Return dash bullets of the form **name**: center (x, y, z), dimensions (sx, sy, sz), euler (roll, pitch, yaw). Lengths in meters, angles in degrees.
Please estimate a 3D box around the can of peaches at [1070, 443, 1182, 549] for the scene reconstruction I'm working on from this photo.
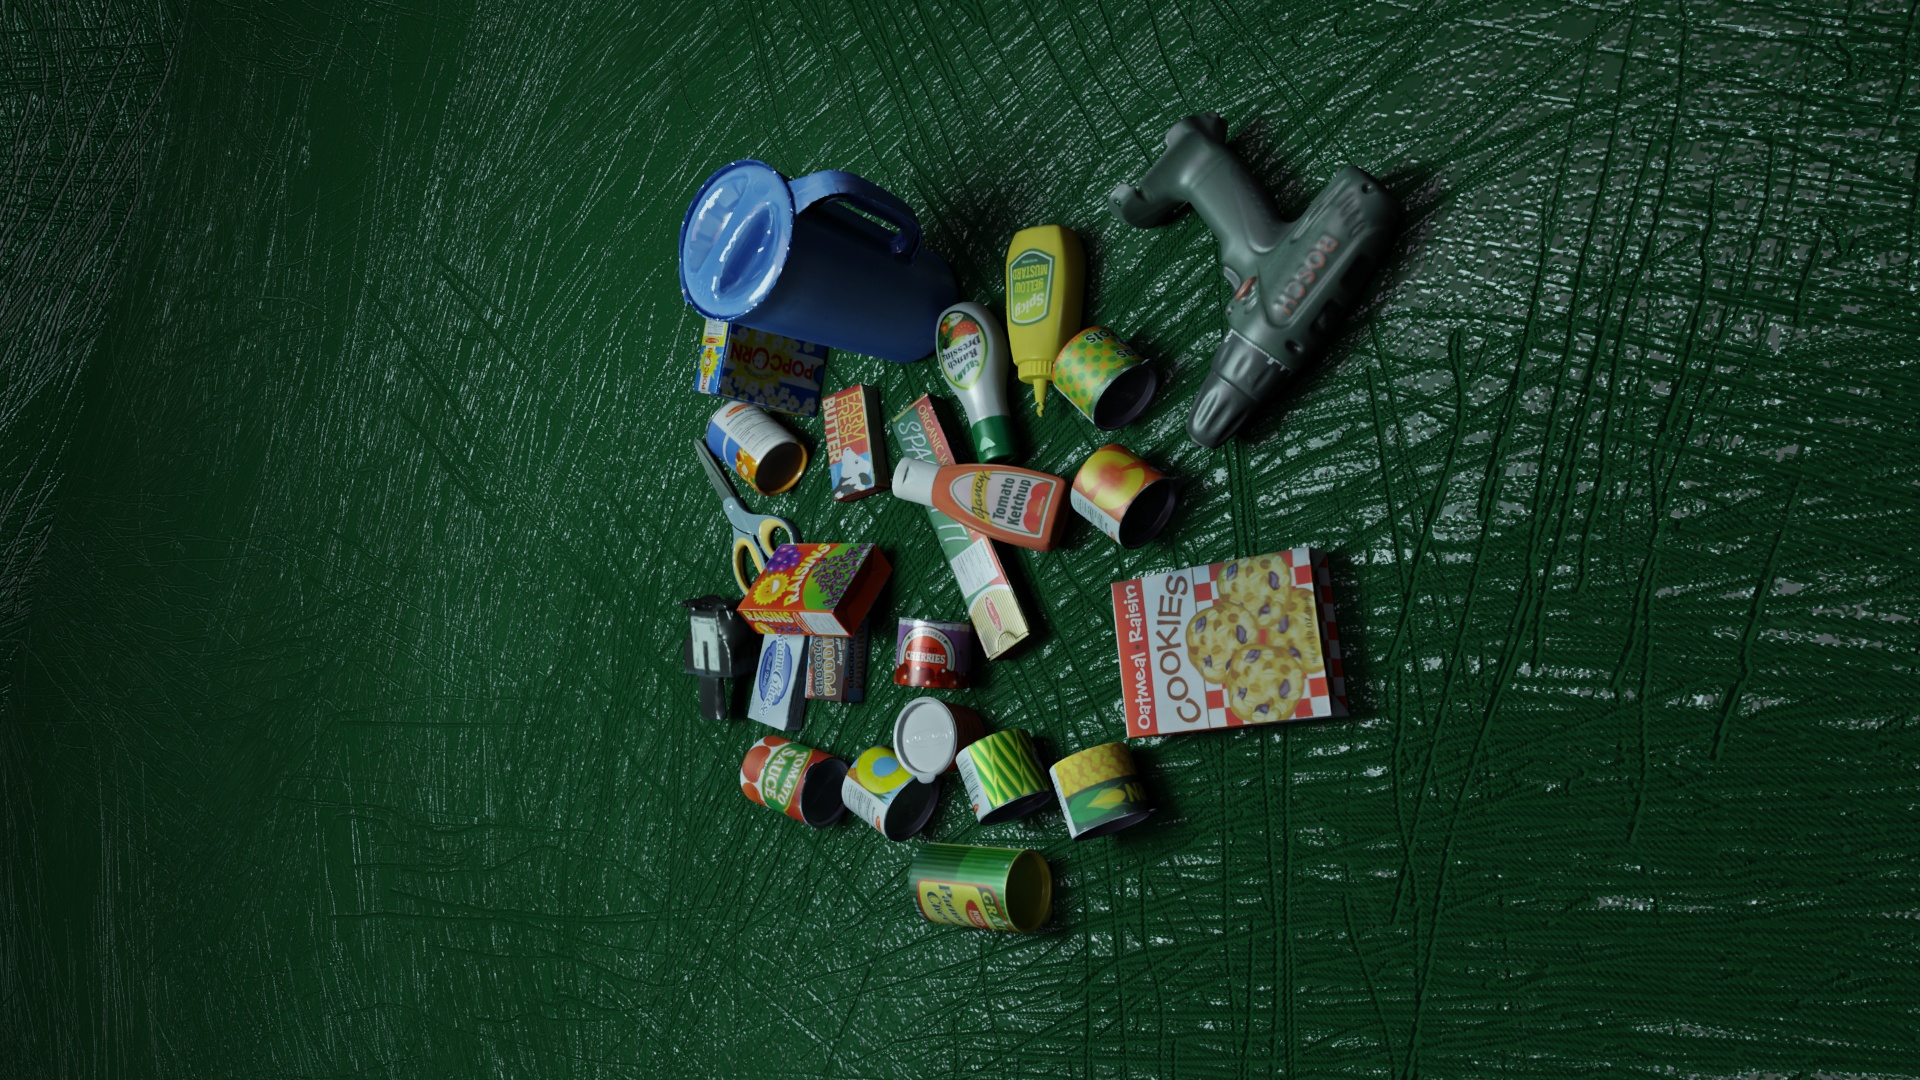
- **can of peaches**: center (0.131, -0.037, 1.101), dimensions (0.058, 0.071, 0.071), euler (39, 108, 35)

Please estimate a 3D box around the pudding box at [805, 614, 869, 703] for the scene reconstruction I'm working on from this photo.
- **pudding box**: center (-0.115, 0.107, 1.293), dimensions (0.049, 0.030, 0.083), euler (2, 85, 39)

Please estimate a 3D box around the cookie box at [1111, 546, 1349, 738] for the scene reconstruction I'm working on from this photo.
- **cookie box**: center (0.199, 0.080, 1.048), dimensions (0.167, 0.040, 0.123), euler (-13, 76, 35)

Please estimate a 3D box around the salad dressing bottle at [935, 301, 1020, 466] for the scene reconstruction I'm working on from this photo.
- **salad dressing bottle**: center (0.018, -0.135, 1.215), dimensions (0.064, 0.044, 0.148), euler (-26, 69, 31)

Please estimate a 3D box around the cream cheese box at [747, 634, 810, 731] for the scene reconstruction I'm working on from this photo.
- **cream cheese box**: center (-0.169, 0.127, 1.336), dimensions (0.053, 0.024, 0.103), euler (13, 92, 37)

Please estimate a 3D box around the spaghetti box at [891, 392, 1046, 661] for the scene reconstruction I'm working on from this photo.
- **spaghetti box**: center (0.004, -0.015, 1.218), dimensions (0.050, 0.029, 0.251), euler (-36, 63, 29)

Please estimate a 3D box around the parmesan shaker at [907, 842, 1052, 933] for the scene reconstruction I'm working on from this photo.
- **parmesan shaker**: center (0.017, 0.287, 1.146), dimensions (0.103, 0.071, 0.071), euler (-7, 80, 38)

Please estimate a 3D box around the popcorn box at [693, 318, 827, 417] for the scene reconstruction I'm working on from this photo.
- **popcorn box**: center (-0.189, -0.171, 1.329), dimensions (0.038, 0.127, 0.085), euler (9, 89, 41)

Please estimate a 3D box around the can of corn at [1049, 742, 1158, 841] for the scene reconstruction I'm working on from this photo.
- **can of corn**: center (0.111, 0.195, 1.084), dimensions (0.071, 0.071, 0.058), euler (-32, 66, 31)

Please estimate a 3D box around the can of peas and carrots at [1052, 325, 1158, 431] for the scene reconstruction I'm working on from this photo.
- **can of peas and carrots**: center (0.118, -0.133, 1.123), dimensions (0.059, 0.071, 0.070), euler (48, 113, 32)

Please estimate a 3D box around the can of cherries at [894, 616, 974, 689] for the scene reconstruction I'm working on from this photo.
- **can of cherries**: center (-0.024, 0.097, 1.198), dimensions (0.071, 0.071, 0.058), euler (2, 86, 38)

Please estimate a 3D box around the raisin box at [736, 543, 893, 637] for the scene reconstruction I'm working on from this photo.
- **raisin box**: center (-0.135, 0.045, 1.286), dimensions (0.123, 0.040, 0.086), euler (-1, 47, 38)

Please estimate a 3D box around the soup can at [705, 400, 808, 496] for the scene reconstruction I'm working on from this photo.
- **soup can**: center (-0.199, -0.090, 1.366), dimensions (0.084, 0.071, 0.071), euler (40, 108, 34)

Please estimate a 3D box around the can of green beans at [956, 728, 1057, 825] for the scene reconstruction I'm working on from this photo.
- **can of green beans**: center (0.036, 0.194, 1.141), dimensions (0.071, 0.071, 0.058), euler (-36, 63, 29)

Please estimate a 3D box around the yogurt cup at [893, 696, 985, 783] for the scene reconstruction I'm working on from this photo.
- **yogurt cup**: center (-0.015, 0.169, 1.192), dimensions (0.072, 0.054, 0.072), euler (-6, 80, 37)

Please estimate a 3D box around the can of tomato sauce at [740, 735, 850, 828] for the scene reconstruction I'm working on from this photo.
- **can of tomato sauce**: center (-0.153, 0.221, 1.281), dimensions (0.083, 0.071, 0.071), euler (12, 91, 39)

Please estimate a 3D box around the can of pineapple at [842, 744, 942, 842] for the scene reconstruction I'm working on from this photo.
- **can of pineapple**: center (-0.060, 0.219, 1.214), dimensions (0.058, 0.071, 0.071), euler (28, 101, 37)

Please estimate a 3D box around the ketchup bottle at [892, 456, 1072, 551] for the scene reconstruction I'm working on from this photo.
- **ketchup bottle**: center (0.017, -0.037, 1.174), dimensions (0.149, 0.043, 0.065), euler (14, 82, 19)

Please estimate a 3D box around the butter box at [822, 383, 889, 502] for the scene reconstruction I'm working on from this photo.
- **butter box**: center (-0.099, -0.092, 1.313), dimensions (0.053, 0.024, 0.103), euler (-18, 74, 34)

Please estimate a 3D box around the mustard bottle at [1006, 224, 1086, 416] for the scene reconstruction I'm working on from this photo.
- **mustard bottle**: center (0.071, -0.185, 1.178), dimensions (0.065, 0.049, 0.160), euler (-4, 81, 39)
